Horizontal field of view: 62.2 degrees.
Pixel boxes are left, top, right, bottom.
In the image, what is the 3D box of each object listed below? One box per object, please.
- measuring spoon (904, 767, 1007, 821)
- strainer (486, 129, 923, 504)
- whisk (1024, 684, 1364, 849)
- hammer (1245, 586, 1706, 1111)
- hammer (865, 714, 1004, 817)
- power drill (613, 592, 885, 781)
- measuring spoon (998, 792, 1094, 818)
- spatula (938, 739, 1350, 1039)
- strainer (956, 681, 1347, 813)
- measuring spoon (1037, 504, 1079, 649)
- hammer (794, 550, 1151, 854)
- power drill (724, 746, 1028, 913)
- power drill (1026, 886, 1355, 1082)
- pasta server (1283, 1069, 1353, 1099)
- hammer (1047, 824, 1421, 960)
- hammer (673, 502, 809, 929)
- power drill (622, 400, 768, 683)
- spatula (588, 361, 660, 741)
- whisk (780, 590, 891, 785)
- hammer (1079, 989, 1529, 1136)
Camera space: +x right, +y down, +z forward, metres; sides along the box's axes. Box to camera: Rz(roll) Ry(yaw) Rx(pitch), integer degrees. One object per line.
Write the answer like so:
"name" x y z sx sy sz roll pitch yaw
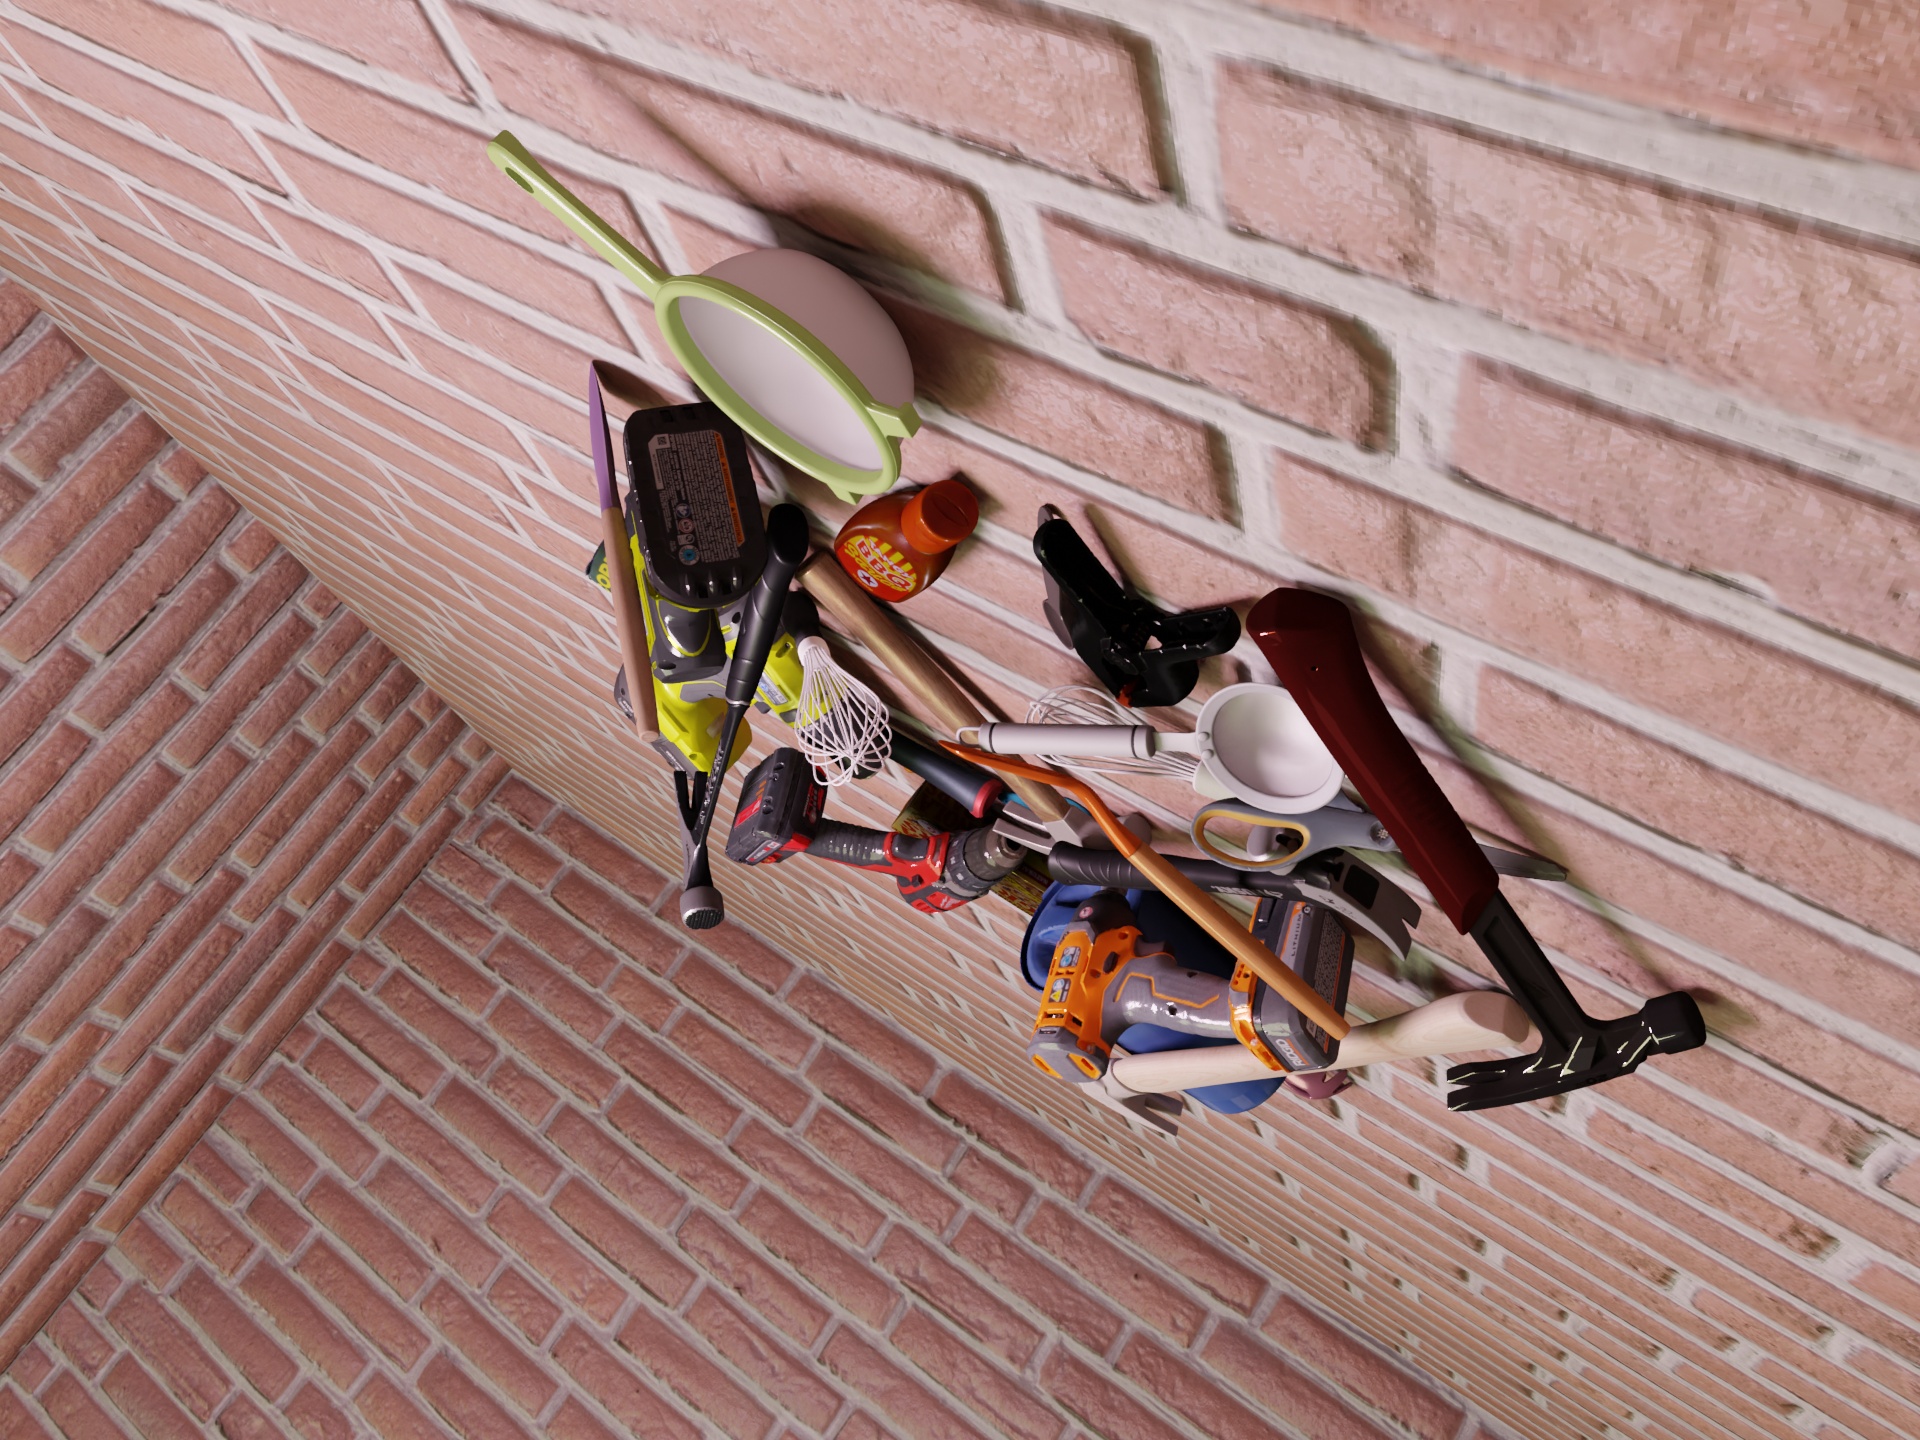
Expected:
"measuring spoon" -0.007 0.066 1.465 0.117 0.011 0.021 31 163 19
"strainer" -0.116 -0.221 0.800 0.256 0.069 0.151 40 166 -7
"whisk" 0.146 0.030 0.998 0.246 0.059 0.057 21 161 29
"hammer" 0.247 0.075 0.837 0.149 0.037 0.358 -25 118 31
"hammer" -0.127 -0.021 1.428 0.387 0.038 0.143 28 160 28
"power drill" -0.181 -0.015 1.378 0.228 0.080 0.190 -14 121 47
"measuring spoon" 0.066 0.079 1.331 0.042 0.021 0.129 46 160 -29
"spatula" 0.121 0.103 1.003 0.322 0.041 0.081 41 178 -8
"strainer" 0.113 0.010 0.906 0.258 0.050 0.086 1 124 27
"measuring spoon" 0.059 -0.085 0.918 0.034 0.018 0.124 55 168 31
"hammer" -0.002 -0.004 1.206 0.331 0.031 0.130 45 150 -18
"power drill" -0.066 0.098 1.344 0.226 0.080 0.188 20 157 -19
"power drill" 0.164 0.179 1.160 0.226 0.164 0.084 -10 136 36
"pasta server" 0.226 0.248 1.470 0.316 0.040 0.060 40 164 2
"hammer" 0.163 0.107 1.086 0.146 0.035 0.335 30 164 -24
"hammer" -0.176 -0.009 1.245 0.036 0.149 0.408 2 139 -20
"power drill" -0.198 -0.131 1.118 0.223 0.080 0.171 146 113 -71
"spatula" -0.227 -0.119 1.053 0.059 0.018 0.316 108 151 -53
"whisk" -0.100 -0.036 1.152 0.070 0.070 0.285 46 -172 -29
"hammer" 0.247 0.257 1.199 0.146 0.038 0.410 34 146 -25
